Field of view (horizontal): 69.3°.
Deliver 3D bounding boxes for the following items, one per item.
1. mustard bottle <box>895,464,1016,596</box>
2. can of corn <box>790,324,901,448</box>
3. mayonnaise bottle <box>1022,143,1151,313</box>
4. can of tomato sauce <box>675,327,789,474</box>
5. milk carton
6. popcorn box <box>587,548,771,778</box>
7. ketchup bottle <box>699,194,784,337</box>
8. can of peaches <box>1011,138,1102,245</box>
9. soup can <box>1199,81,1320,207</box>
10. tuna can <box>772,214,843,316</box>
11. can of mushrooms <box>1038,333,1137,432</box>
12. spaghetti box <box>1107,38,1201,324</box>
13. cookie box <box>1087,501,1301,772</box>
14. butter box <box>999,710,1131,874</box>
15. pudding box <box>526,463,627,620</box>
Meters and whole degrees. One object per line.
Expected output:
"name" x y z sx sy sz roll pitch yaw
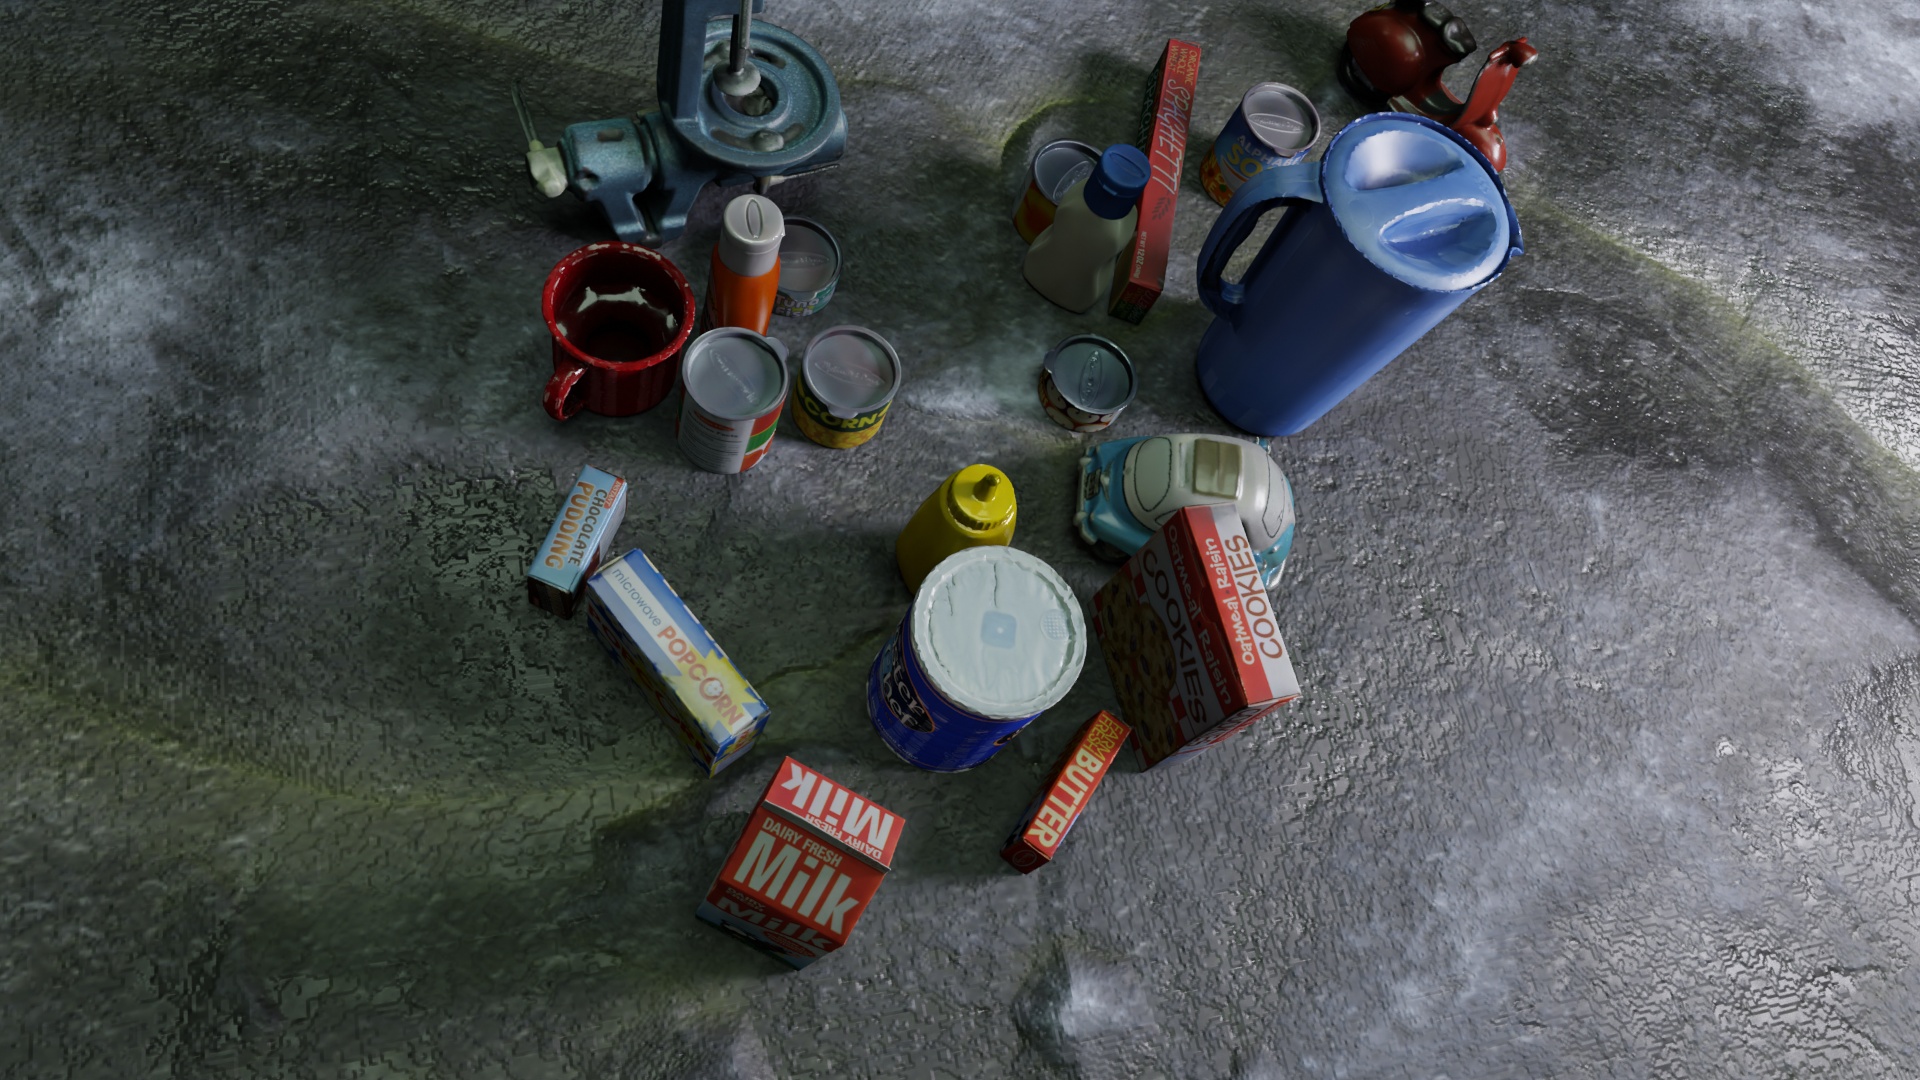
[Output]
"mustard bottle" 0.003 -0.011 0.865 0.065 0.159 0.049 -17 73 -21
"can of corn" -0.079 -0.100 0.938 0.071 0.058 0.071 6 66 -13
"mayonnaise bottle" 0.093 -0.222 0.988 0.065 0.147 0.041 34 63 0
"can of tomato sauce" -0.148 -0.090 0.900 0.071 0.082 0.071 6 66 -13
"milk carton" -0.087 0.174 0.744 0.072 0.189 0.074 28 63 -3
"popcorn box" -0.170 0.074 0.823 0.038 0.085 0.127 -37 81 -25
"ketchup bottle" -0.141 -0.166 0.898 0.043 0.148 0.065 -3 69 -17
"can of peaches" 0.079 -0.258 1.049 0.071 0.057 0.071 6 66 -13
"soup can" 0.236 -0.308 1.100 0.071 0.083 0.071 6 66 -13
"tuna can" -0.118 -0.191 0.980 0.071 0.032 0.071 6 66 -13
"can of mushrooms" 0.089 -0.114 1.005 0.071 0.033 0.071 6 66 -13
"spaghetti box" 0.153 -0.285 1.086 0.029 0.050 0.251 16 64 -9
"cookie box" 0.139 0.064 0.867 0.040 0.166 0.123 -9 71 -19
"butter box" 0.065 0.157 0.871 0.024 0.053 0.104 36 63 1
"pudding box" -0.235 0.001 0.856 0.030 0.049 0.084 23 63 -5
